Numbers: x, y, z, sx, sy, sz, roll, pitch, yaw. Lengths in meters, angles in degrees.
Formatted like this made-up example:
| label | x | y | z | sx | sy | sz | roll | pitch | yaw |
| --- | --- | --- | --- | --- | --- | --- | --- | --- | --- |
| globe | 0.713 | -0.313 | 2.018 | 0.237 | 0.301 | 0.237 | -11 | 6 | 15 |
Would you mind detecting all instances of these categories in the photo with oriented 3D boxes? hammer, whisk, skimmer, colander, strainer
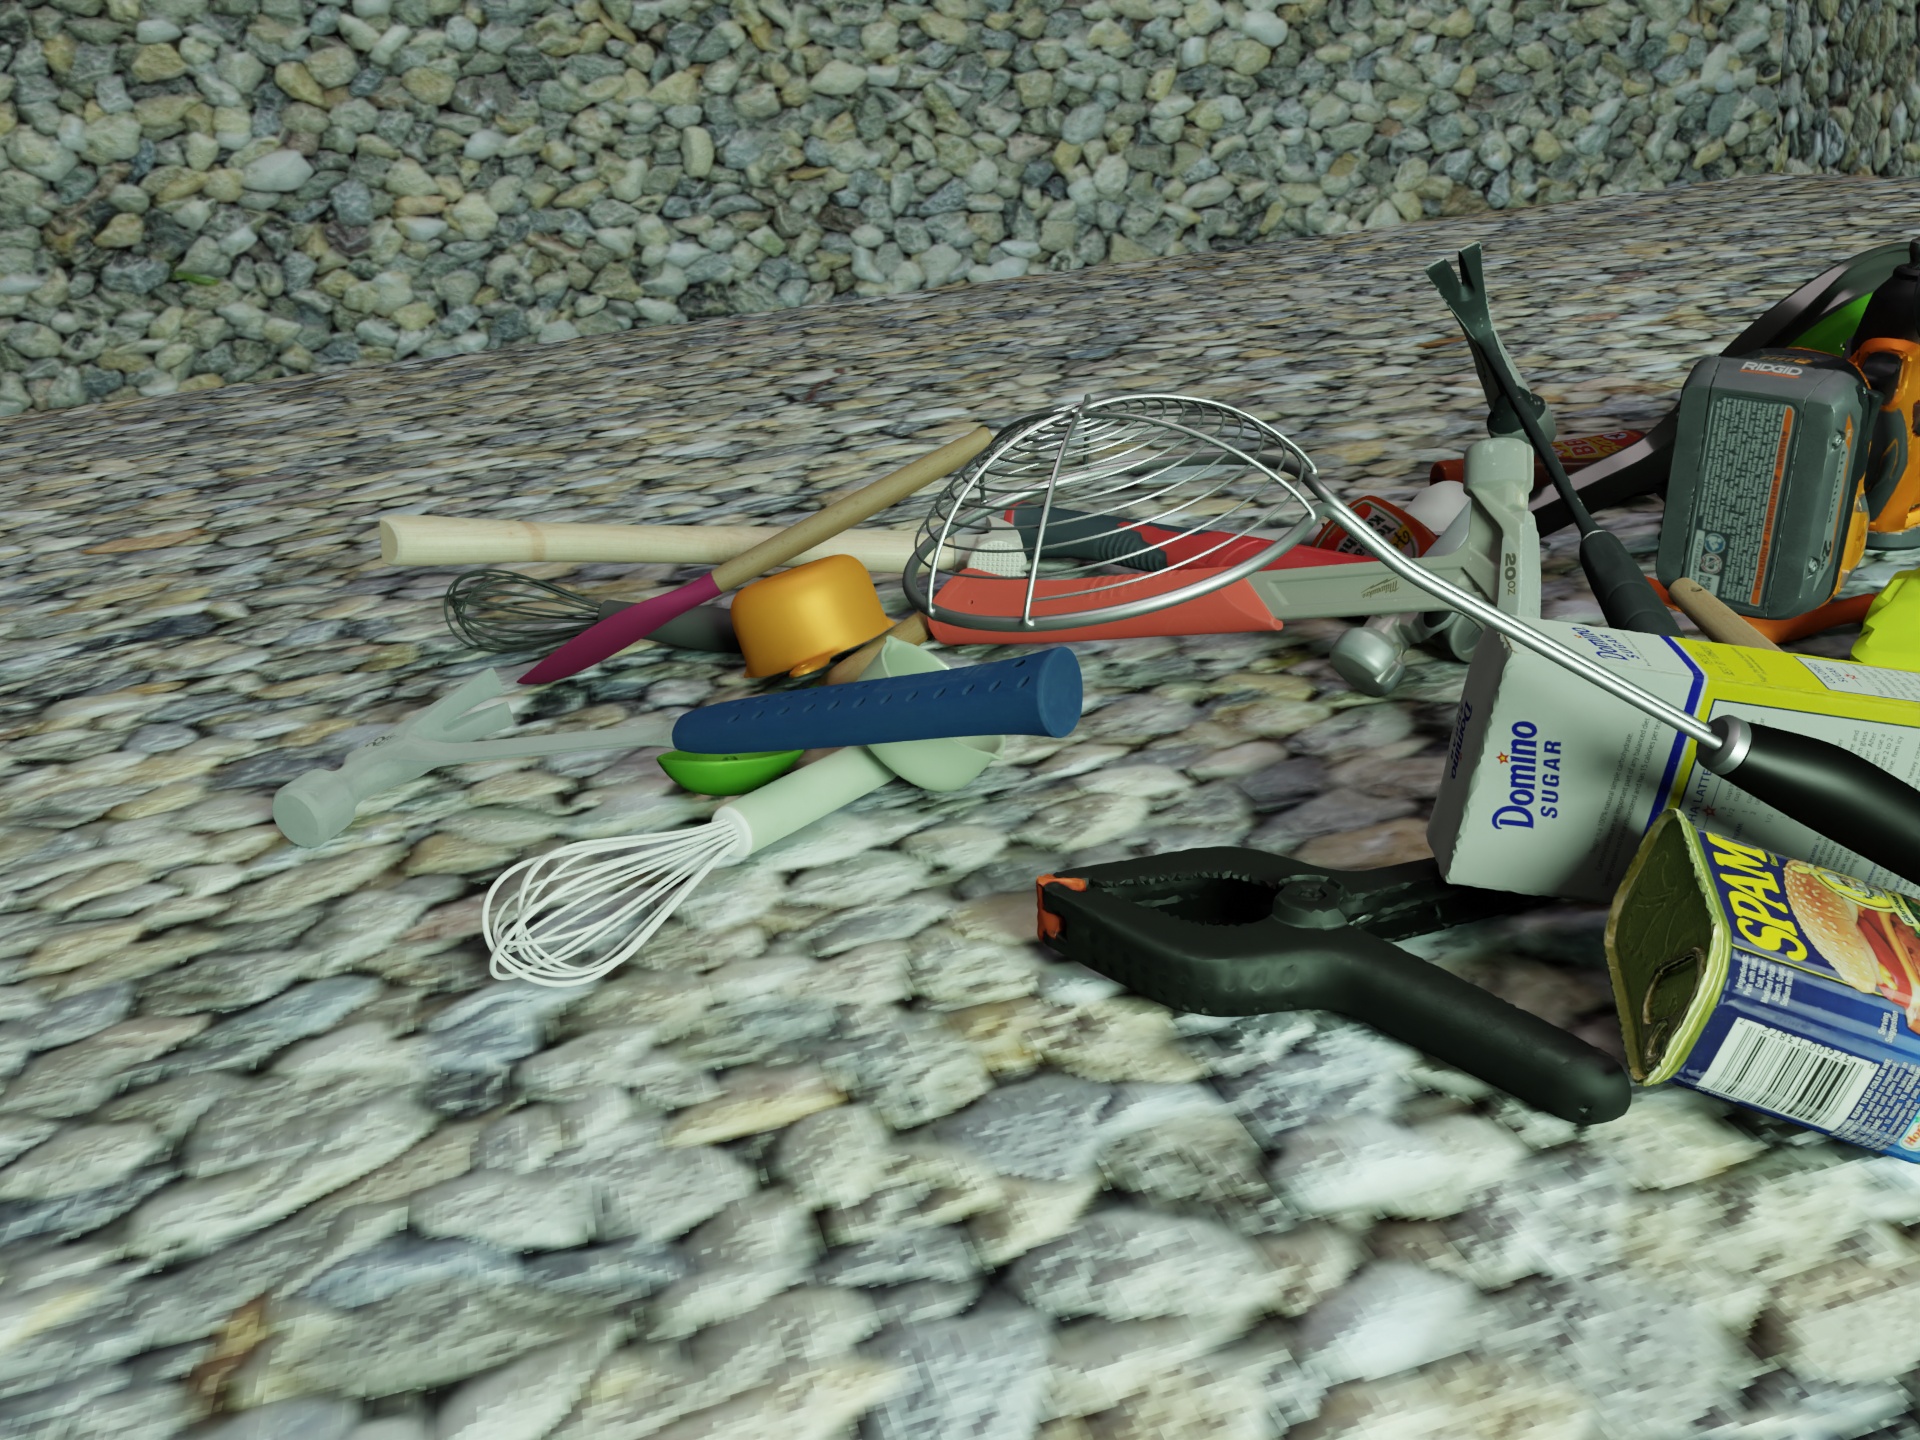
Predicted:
| label | x | y | z | sx | sy | sz | roll | pitch | yaw |
| --- | --- | --- | --- | --- | --- | --- | --- | --- | --- |
| hammer | -0.132 | 0.002 | 0.739 | 0.405 | 0.035 | 0.144 | -5 | 23 | 29 |
| whisk | -0.106 | 0.053 | 0.697 | 0.058 | 0.059 | 0.246 | 45 | 39 | 16 |
| skimmer | 0.161 | 0.000 | 0.486 | 0.363 | 0.090 | 0.127 | 27 | 30 | -3 |
| hammer | 0.304 | -0.093 | 0.767 | 0.036 | 0.149 | 0.409 | -25 | 36 | 19 |
| colander | 0.462 | -0.143 | 0.957 | 0.397 | 0.204 | 0.095 | -25 | 60 | -6 |
| hammer | -0.166 | -0.116 | 1.044 | 0.410 | 0.038 | 0.146 | 1 | 14 | -3 |
| whisk | -0.225 | -0.062 | 1.014 | 0.239 | 0.055 | 0.055 | 6 | 25 | 17 |
| strainer | 0.250 | -0.123 | 1.041 | 0.258 | 0.050 | 0.087 | -6 | 6 | 9 |
| hammer | 0.155 | -0.112 | 0.974 | 0.143 | 0.038 | 0.387 | -50 | 33 | -12 |
| hammer | 0.125 | -0.054 | 0.843 | 0.359 | 0.149 | 0.036 | -1 | -10 | 41 |

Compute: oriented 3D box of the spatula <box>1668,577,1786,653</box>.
| label | x | y | z | sx | sy | sz | roll | pitch | yaw |
| --- | --- | --- | --- | --- | --- | --- | --- | --- | --- |
| spatula | 0.366 | 0.020 | 0.624 | 0.060 | 0.018 | 0.316 | -11 | 33 | -3 |

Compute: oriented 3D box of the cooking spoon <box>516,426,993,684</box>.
| label | x | y | z | sx | sy | sz | roll | pitch | yaw |
| --- | --- | --- | --- | --- | --- | --- | --- | --- | --- |
| cooking spoon | -0.122 | -0.094 | 0.946 | 0.319 | 0.017 | 0.069 | -28 | -2 | 5 |

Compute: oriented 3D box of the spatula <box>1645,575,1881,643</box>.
| label | x | y | z | sx | sy | sz | roll | pitch | yaw |
| --- | --- | --- | --- | --- | --- | --- | --- | --- | --- |
| spatula | 0.504 | -0.071 | 0.838 | 0.322 | 0.041 | 0.081 | -6 | 21 | -3 |

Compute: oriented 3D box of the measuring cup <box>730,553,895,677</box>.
| label | x | y | z | sx | sy | sz | roll | pitch | yaw |
| --- | --- | --- | --- | --- | --- | --- | --- | --- | --- |
| measuring cup | -0.090 | -0.058 | 0.894 | 0.095 | 0.052 | 0.174 | -19 | 9 | 1 |

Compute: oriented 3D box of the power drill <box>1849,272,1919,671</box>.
| label | x | y | z | sx | sy | sz | roll | pitch | yaw |
| --- | --- | --- | --- | --- | --- | --- | --- | --- | --- |
| power drill | 0.449 | -0.109 | 0.701 | 0.080 | 0.223 | 0.171 | 12 | 28 | 39 |

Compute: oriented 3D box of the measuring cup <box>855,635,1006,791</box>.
| label | x | y | z | sx | sy | sz | roll | pitch | yaw |
| --- | --- | --- | --- | --- | --- | --- | --- | --- | --- |
| measuring cup | -0.001 | -0.003 | 0.805 | 0.083 | 0.038 | 0.167 | 47 | 19 | 13 |

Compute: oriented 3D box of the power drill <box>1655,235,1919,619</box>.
| label | x | y | z | sx | sy | sz | roll | pitch | yaw |
| --- | --- | --- | --- | --- | --- | --- | --- | --- | --- |
| power drill | 0.441 | -0.150 | 0.795 | 0.226 | 0.164 | 0.084 | -22 | 31 | -38 |

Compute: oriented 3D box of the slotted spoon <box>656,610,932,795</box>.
| label | x | y | z | sx | sy | sz | roll | pitch | yaw |
| --- | --- | --- | --- | --- | --- | --- | --- | --- | --- |
| slotted spoon | -0.065 | -0.021 | 0.887 | 0.070 | 0.031 | 0.314 | 1 | 21 | 25 |
